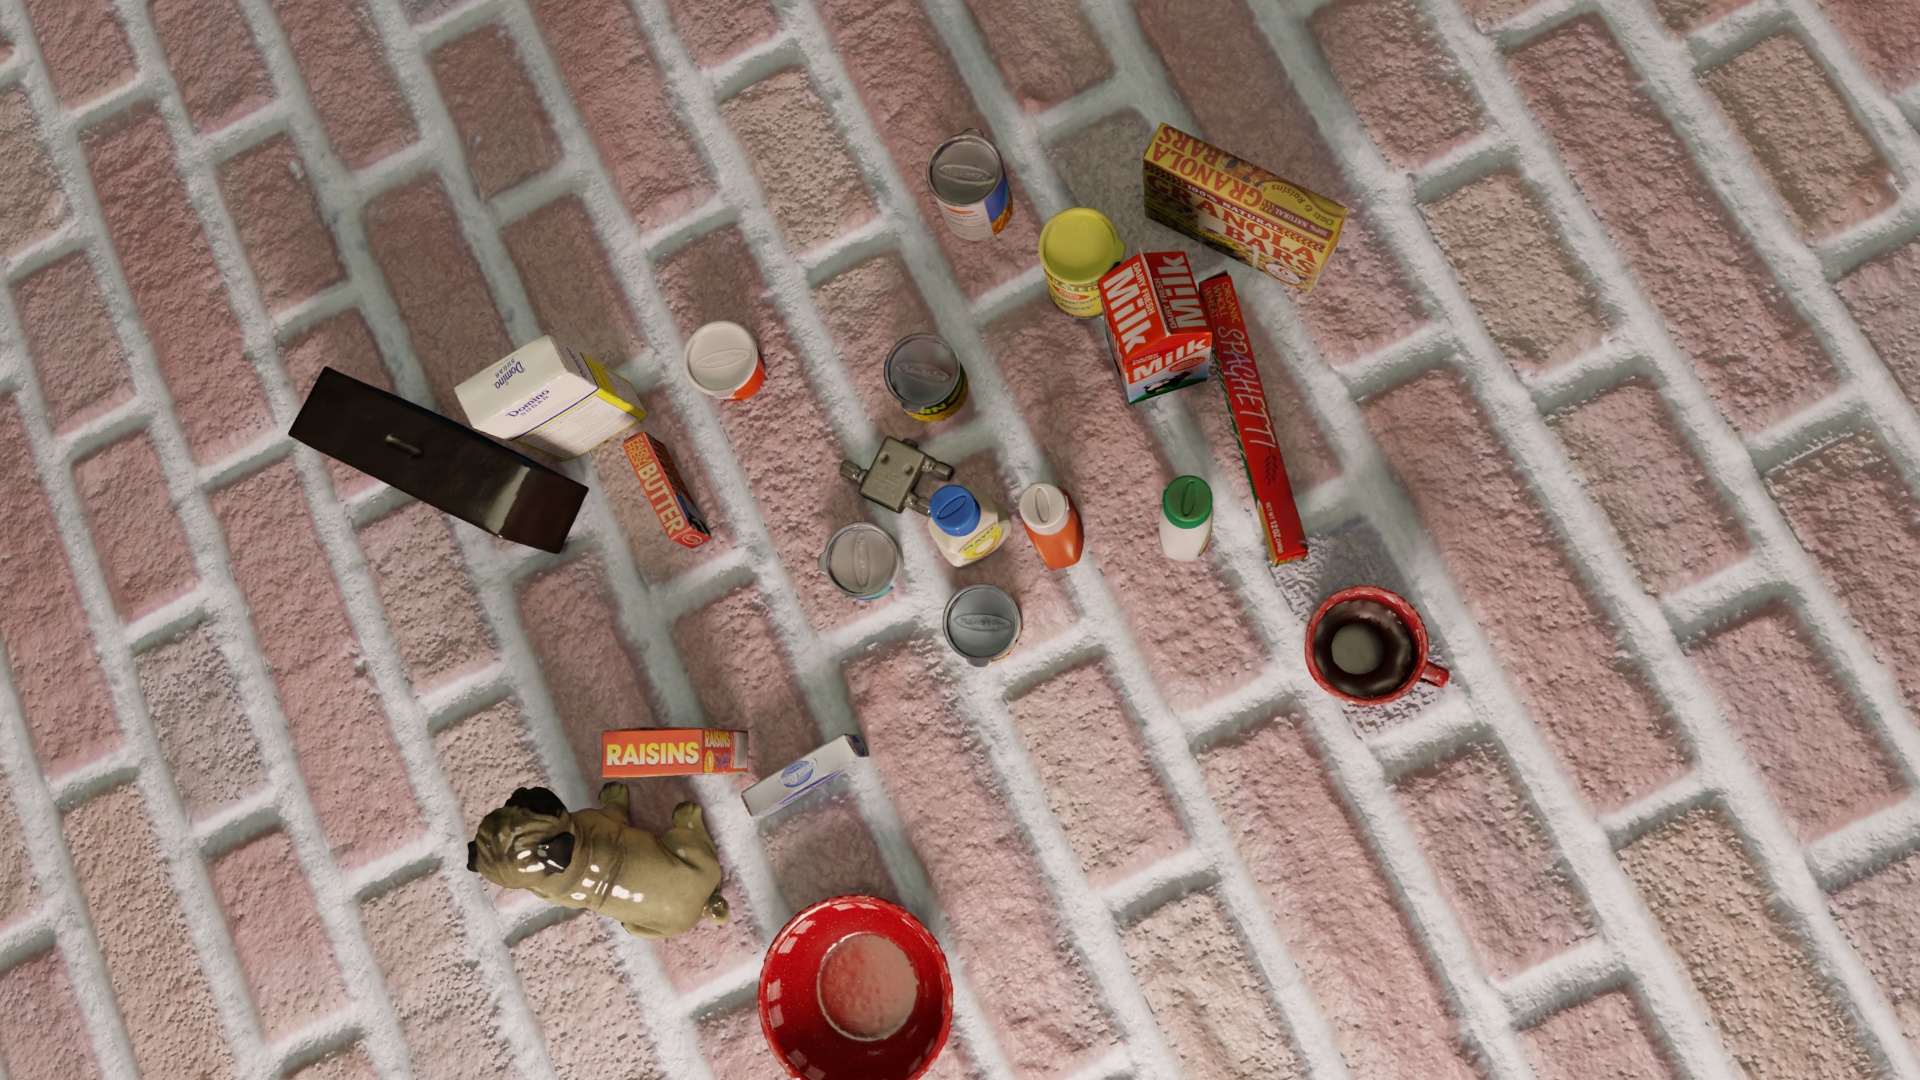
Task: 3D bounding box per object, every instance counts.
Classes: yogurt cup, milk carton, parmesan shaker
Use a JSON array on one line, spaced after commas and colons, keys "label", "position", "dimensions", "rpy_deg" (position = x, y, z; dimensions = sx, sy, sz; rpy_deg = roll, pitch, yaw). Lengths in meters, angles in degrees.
[{"label": "yogurt cup", "position": [-0.207, -0.157, 1.241], "dimensions": [0.072, 0.054, 0.072], "rpy_deg": [-1, 81, 8]}, {"label": "milk carton", "position": [0.157, -0.173, 1.120], "dimensions": [0.073, 0.190, 0.072], "rpy_deg": [-18, 79, 6]}, {"label": "parmesan shaker", "position": [0.106, -0.233, 1.182], "dimensions": [0.071, 0.103, 0.071], "rpy_deg": [-1, 81, 8]}]

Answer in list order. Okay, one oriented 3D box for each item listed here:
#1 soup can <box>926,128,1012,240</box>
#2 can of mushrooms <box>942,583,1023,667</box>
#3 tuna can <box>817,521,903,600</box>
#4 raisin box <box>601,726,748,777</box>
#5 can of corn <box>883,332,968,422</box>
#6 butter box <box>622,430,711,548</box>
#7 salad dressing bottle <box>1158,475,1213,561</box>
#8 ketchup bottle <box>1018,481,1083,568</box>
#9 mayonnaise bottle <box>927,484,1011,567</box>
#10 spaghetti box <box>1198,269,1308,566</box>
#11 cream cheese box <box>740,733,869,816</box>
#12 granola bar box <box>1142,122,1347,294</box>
[{"label": "soup can", "position": [0.010, -0.311, 1.219], "dimensions": [0.071, 0.083, 0.071], "rpy_deg": [-1, 81, 8]}, {"label": "can of mushrooms", "position": [0.019, 0.073, 1.180], "dimensions": [0.071, 0.033, 0.071], "rpy_deg": [-1, 81, 8]}, {"label": "tuna can", "position": [-0.086, 0.019, 1.205], "dimensions": [0.071, 0.033, 0.071], "rpy_deg": [-1, 81, 8]}, {"label": "raisin box", "position": [-0.234, 0.176, 1.154], "dimensions": [0.086, 0.123, 0.040], "rpy_deg": [-2, 81, 8]}, {"label": "can of corn", "position": [-0.030, -0.138, 1.209], "dimensions": [0.071, 0.058, 0.071], "rpy_deg": [-1, 81, 8]}, {"label": "butter box", "position": [-0.260, -0.044, 1.230], "dimensions": [0.024, 0.053, 0.103], "rpy_deg": [-30, 78, 3]}, {"label": "salad dressing bottle", "position": [0.181, -0.020, 1.113], "dimensions": [0.044, 0.147, 0.064], "rpy_deg": [11, 83, 10]}, {"label": "ketchup bottle", "position": [0.074, -0.017, 1.128], "dimensions": [0.043, 0.148, 0.065], "rpy_deg": [-11, 80, 7]}, {"label": "mayonnaise bottle", "position": [0.004, -0.014, 1.138], "dimensions": [0.065, 0.148, 0.041], "rpy_deg": [-38, 78, 1]}, {"label": "spaghetti box", "position": [0.244, -0.102, 1.167], "dimensions": [0.029, 0.050, 0.250], "rpy_deg": [-15, 79, 6]}, {"label": "cream cheese box", "position": [-0.130, 0.197, 1.171], "dimensions": [0.104, 0.053, 0.024], "rpy_deg": [-30, 78, 3]}, {"label": "granola bar box", "position": [0.233, -0.274, 1.159], "dimensions": [0.166, 0.124, 0.039], "rpy_deg": [29, 87, 12]}]
